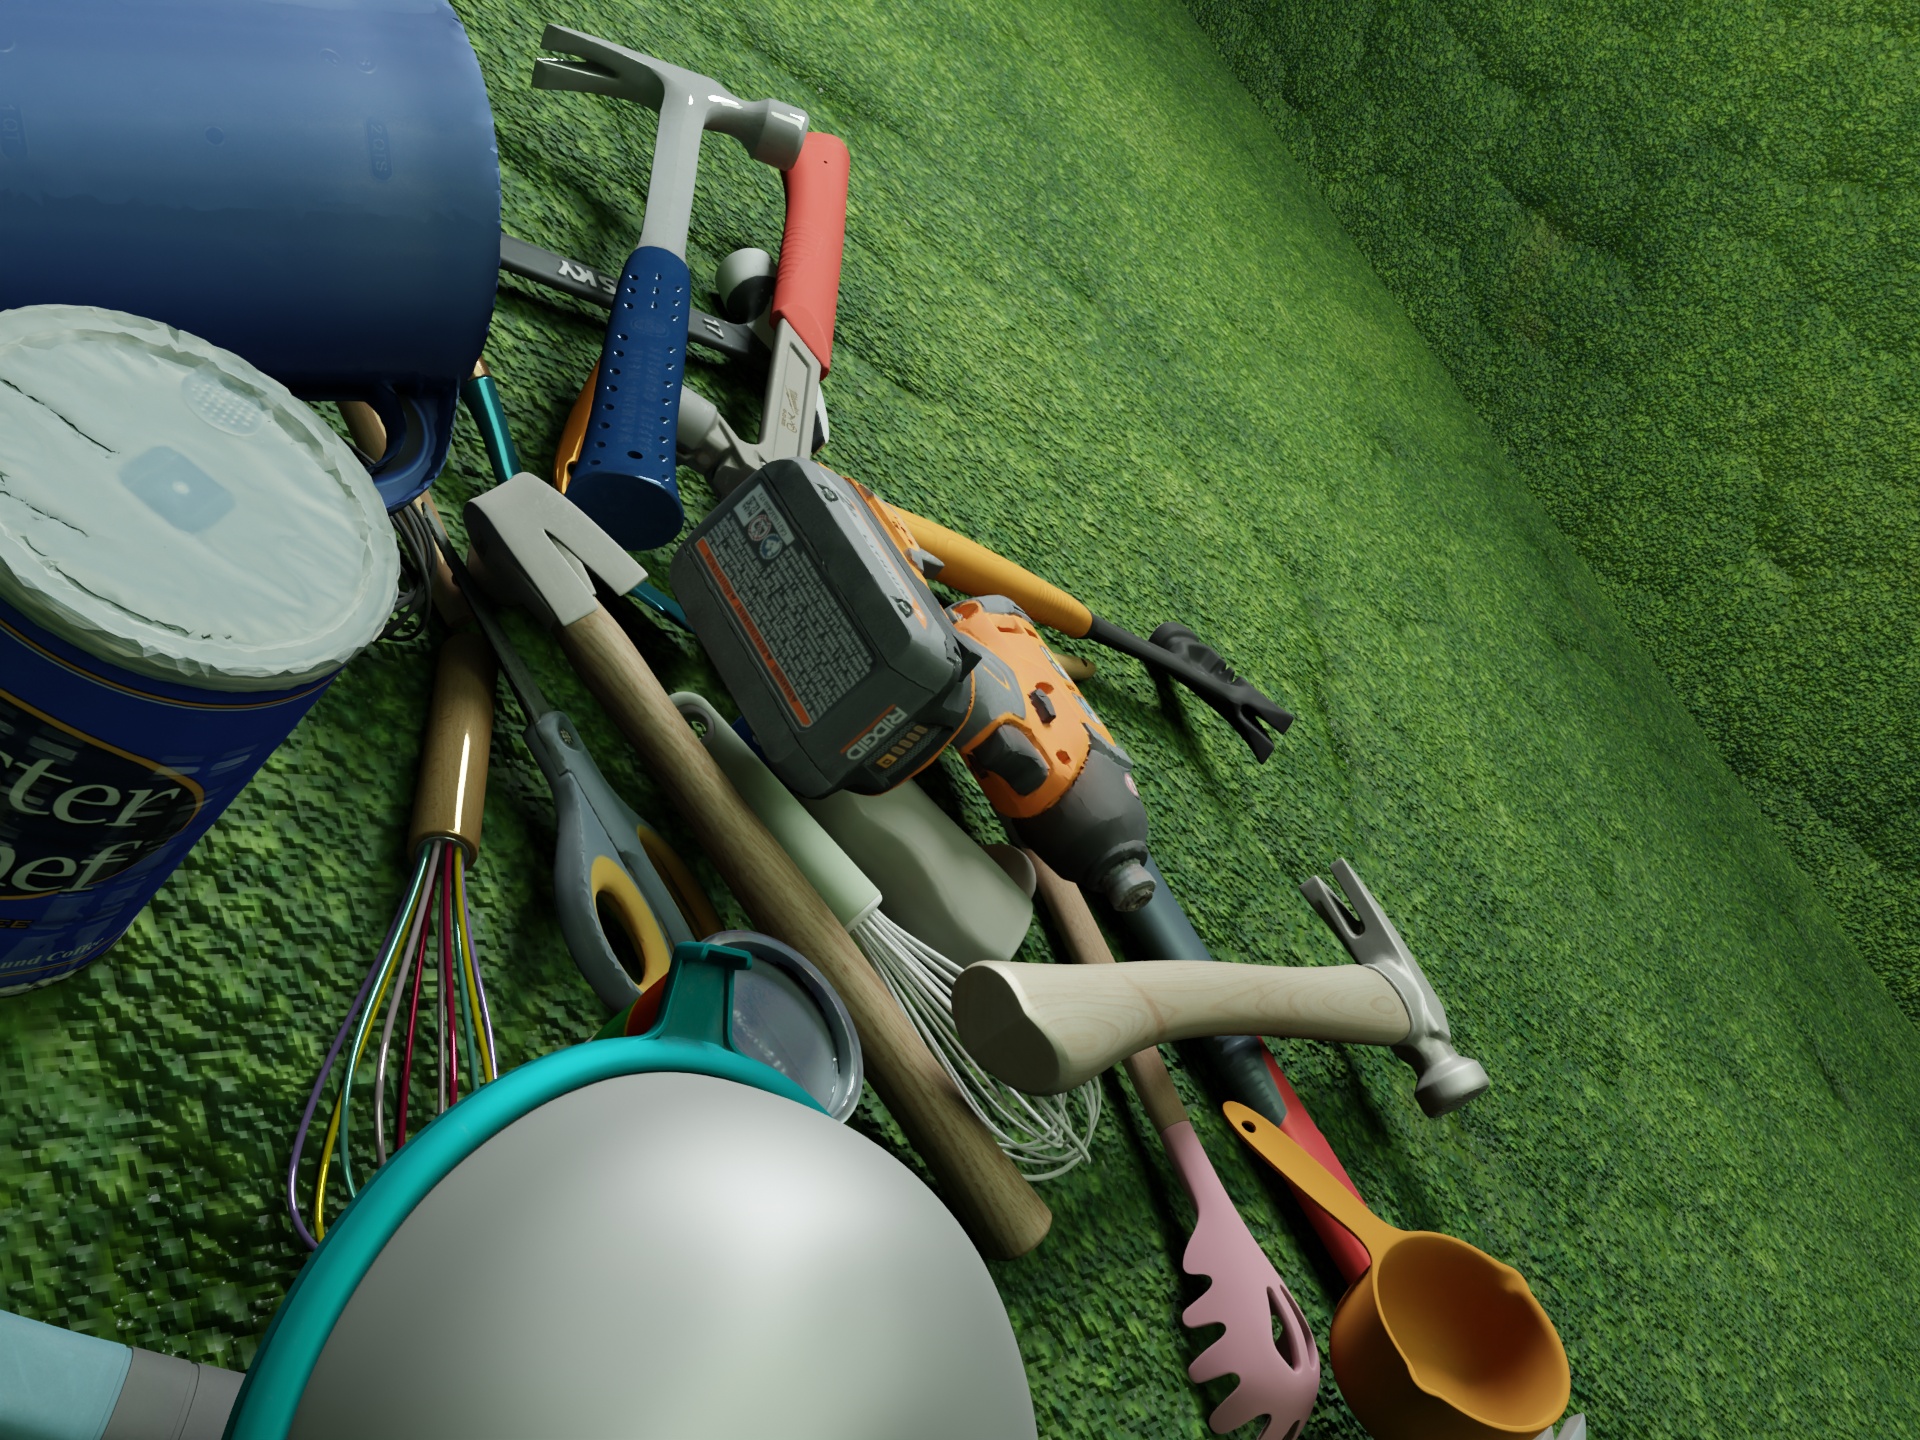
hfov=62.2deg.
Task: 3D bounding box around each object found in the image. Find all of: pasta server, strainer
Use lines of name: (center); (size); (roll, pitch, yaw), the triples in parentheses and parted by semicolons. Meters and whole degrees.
pasta server: (0.078, 0.161, 0.707); (0.060, 0.040, 0.317); (15, 40, -46)
strainer: (-0.075, 0.206, 0.301); (0.340, 0.095, 0.211); (-45, 117, -48)

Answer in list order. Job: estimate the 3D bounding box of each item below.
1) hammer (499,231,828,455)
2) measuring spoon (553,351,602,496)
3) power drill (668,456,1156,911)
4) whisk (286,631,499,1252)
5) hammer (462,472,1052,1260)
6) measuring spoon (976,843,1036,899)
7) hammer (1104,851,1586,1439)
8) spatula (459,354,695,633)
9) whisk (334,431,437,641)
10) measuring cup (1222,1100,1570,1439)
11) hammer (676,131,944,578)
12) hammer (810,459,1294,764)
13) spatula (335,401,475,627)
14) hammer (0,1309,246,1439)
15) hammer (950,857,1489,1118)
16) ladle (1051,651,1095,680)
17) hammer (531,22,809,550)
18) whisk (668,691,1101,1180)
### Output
hammer: (-0.215, -0.212, 0.725); (0.408, 0.036, 0.149); (9, 50, -50)
measuring spoon: (-0.158, -0.145, 0.708); (0.021, 0.011, 0.117); (36, 51, -34)
power drill: (-0.001, -0.002, 0.647); (0.164, 0.084, 0.226); (57, 16, 29)
whisk: (-0.156, 0.056, 0.485); (0.051, 0.047, 0.245); (29, 32, -31)
hammer: (-0.070, 0.055, 0.566); (0.031, 0.130, 0.331); (-37, 95, -18)
measuring spoon: (-0.010, 0.042, 0.728); (0.124, 0.018, 0.034); (40, 31, -16)
hammer: (0.167, 0.200, 0.769); (0.143, 0.038, 0.386); (-3, 58, -57)
spatula: (-0.198, -0.163, 0.641); (0.317, 0.044, 0.082); (61, 2, 0)
whisk: (-0.260, -0.119, 0.547); (0.239, 0.055, 0.055); (49, 28, 8)
measuring cup: (0.166, 0.235, 0.664); (0.174, 0.052, 0.095); (41, 35, 26)
hammer: (-0.074, -0.211, 0.836); (0.149, 0.036, 0.359); (30, 36, -25)
hammer: (0.045, -0.063, 0.886); (0.336, 0.034, 0.127); (21, 18, -37)
spatula: (-0.251, -0.177, 0.603); (0.059, 0.018, 0.316); (-17, 79, -53)
hammer: (-0.176, 0.157, 0.348); (0.330, 0.033, 0.128); (34, 34, -27)
hammer: (0.124, 0.119, 0.719); (0.410, 0.038, 0.146); (13, 43, -53)
ladle: (-0.014, -0.035, 0.804); (0.315, 0.031, 0.069); (3, 58, -55)
hammer: (-0.140, -0.211, 0.715); (0.144, 0.035, 0.406); (15, 39, -18)
whisk: (-0.034, 0.083, 0.625); (0.246, 0.058, 0.059); (48, -13, 3)
